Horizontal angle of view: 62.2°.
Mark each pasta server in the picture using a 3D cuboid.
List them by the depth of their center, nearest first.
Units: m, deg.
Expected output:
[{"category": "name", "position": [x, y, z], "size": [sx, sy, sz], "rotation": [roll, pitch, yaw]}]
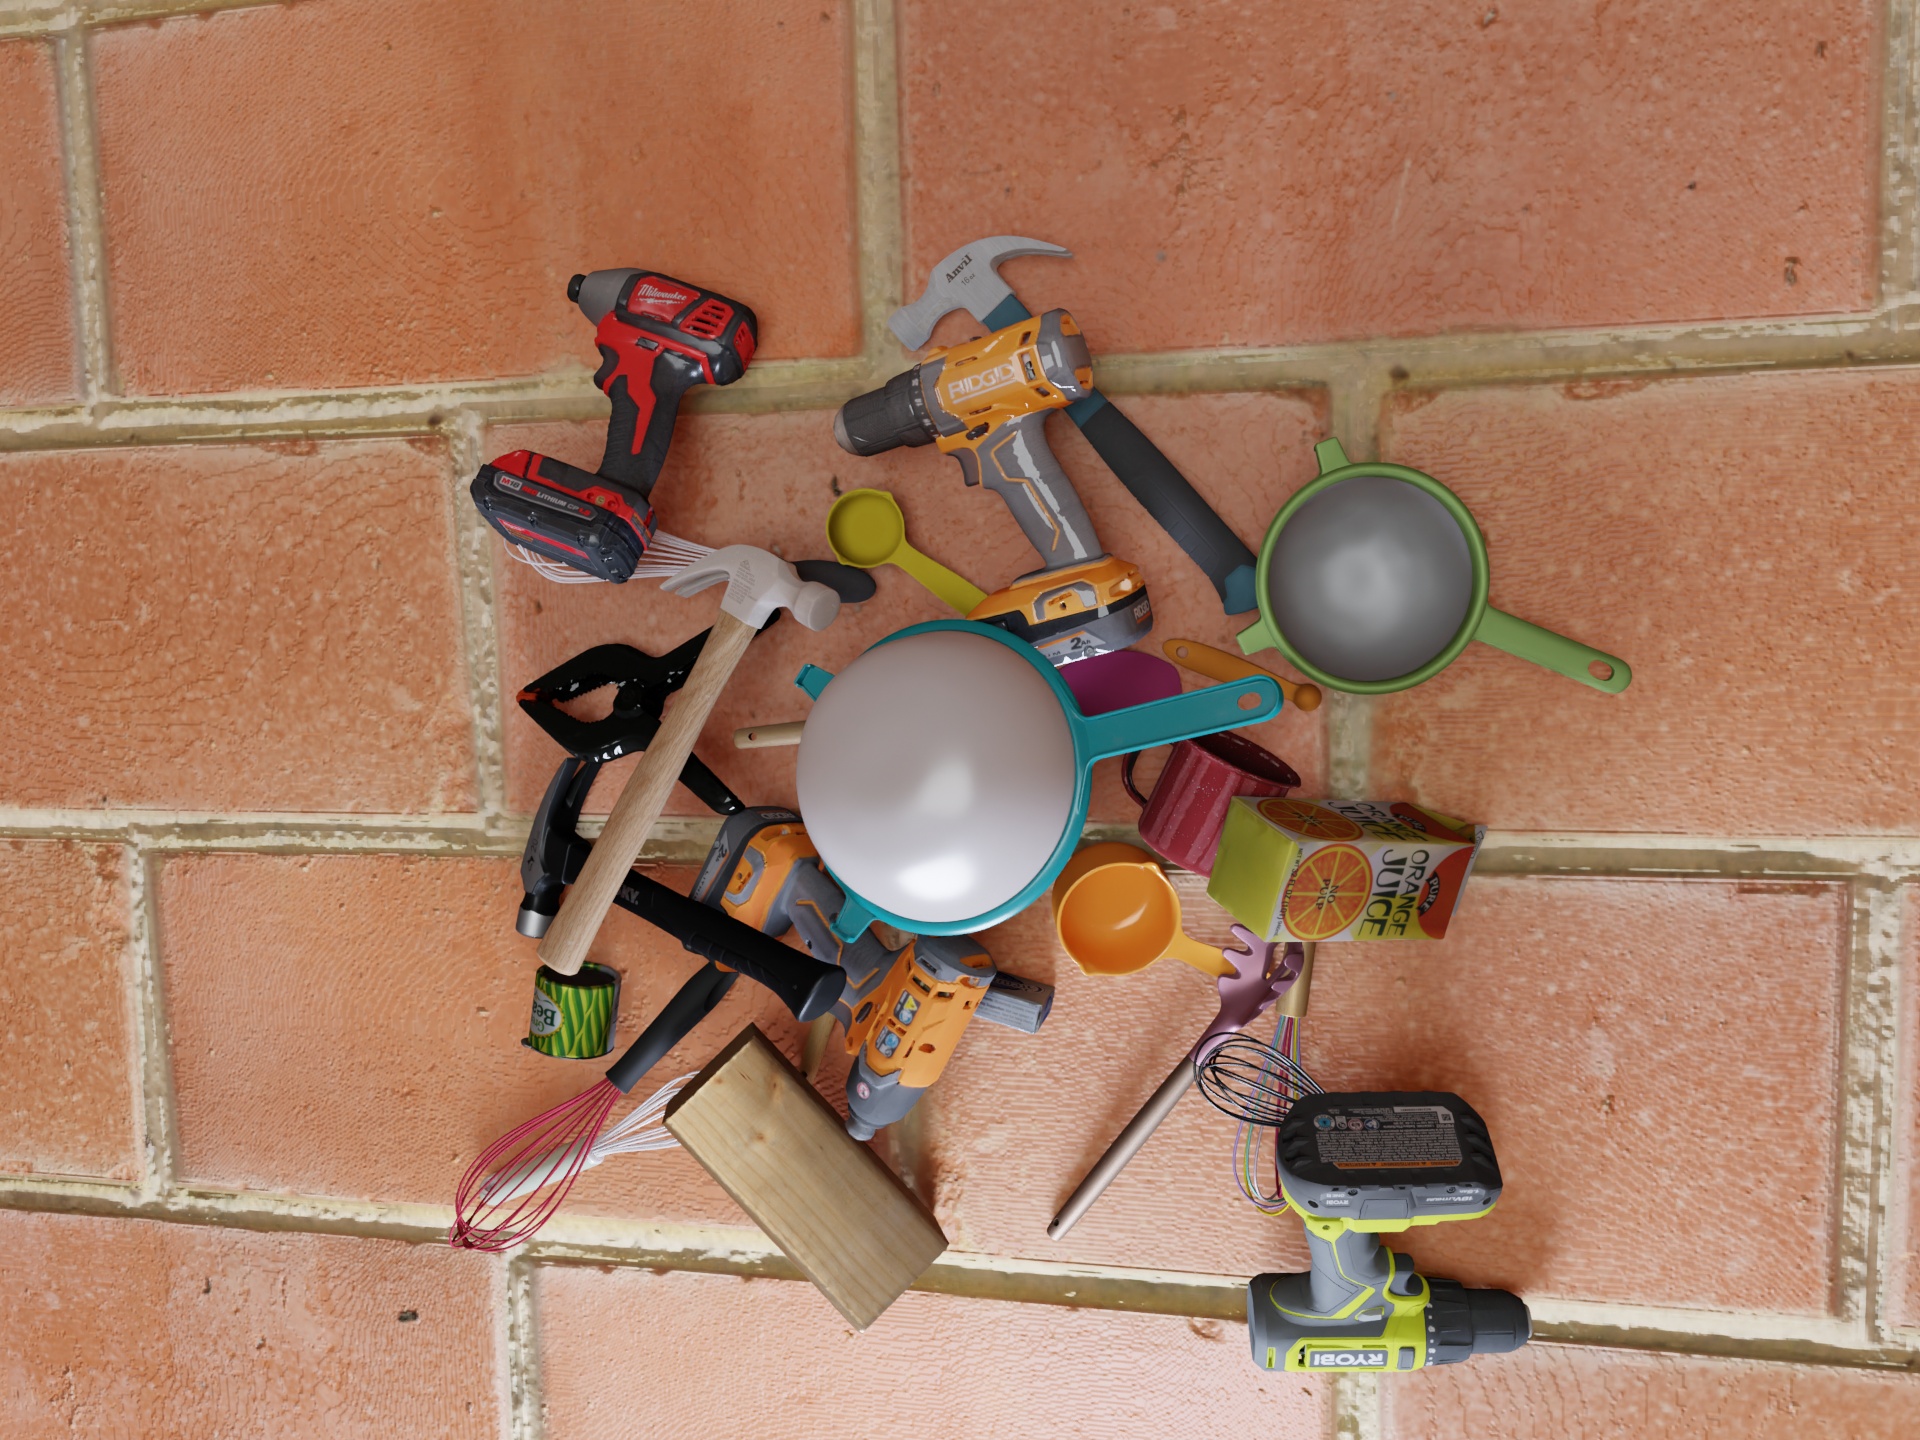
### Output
[{"category": "pasta server", "position": [0.147, 0.259, 1.130], "size": [0.040, 0.060, 0.316], "rotation": [20, 114, -34]}]

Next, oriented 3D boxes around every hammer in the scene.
[{"category": "hammer", "position": [0.101, -0.201, 1.105], "size": [0.128, 0.033, 0.331], "rotation": [-42, 86, 15]}, {"category": "hammer", "position": [-0.211, 0.027, 1.121], "size": [0.130, 0.031, 0.331], "rotation": [31, 94, 31]}, {"category": "hammer", "position": [-0.205, 0.132, 1.138], "size": [0.335, 0.035, 0.146], "rotation": [18, 98, 39]}]

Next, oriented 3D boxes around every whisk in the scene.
[{"category": "whisk", "position": [0.263, 0.273, 1.085], "size": [0.239, 0.055, 0.055], "rotation": [25, 102, -13]}, {"category": "whisk", "position": [0.233, 0.228, 1.118], "size": [0.051, 0.047, 0.245], "rotation": [7, 94, -6]}, {"category": "whisk", "position": [-0.200, -0.120, 1.177], "size": [0.284, 0.070, 0.070], "rotation": [9, 98, 7]}, {"category": "whisk", "position": [-0.274, 0.289, 1.202], "size": [0.073, 0.073, 0.296], "rotation": [43, 83, 5]}, {"category": "whisk", "position": [-0.281, 0.334, 1.251], "size": [0.246, 0.059, 0.058], "rotation": [-25, 47, 18]}]

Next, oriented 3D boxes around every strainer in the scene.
[{"category": "strainer", "position": [0.028, 0.018, 0.997], "size": [0.340, 0.095, 0.211], "rotation": [-14, 78, 24]}, {"category": "strainer", "position": [0.316, -0.074, 1.057], "size": [0.256, 0.069, 0.151], "rotation": [22, 94, -1]}]

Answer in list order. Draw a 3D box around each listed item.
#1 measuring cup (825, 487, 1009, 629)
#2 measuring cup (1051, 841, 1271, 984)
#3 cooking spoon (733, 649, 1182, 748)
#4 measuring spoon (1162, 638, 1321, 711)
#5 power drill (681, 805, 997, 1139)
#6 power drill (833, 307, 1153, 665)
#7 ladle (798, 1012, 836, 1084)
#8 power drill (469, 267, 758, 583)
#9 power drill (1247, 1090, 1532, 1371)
[{"category": "measuring cup", "position": [-0.027, -0.111, 1.154], "size": [0.156, 0.029, 0.062], "rotation": [35, 97, -5]}, {"category": "measuring cup", "position": [0.144, 0.146, 1.132], "size": [0.173, 0.052, 0.095], "rotation": [25, 105, -16]}, {"category": "cooking spoon", "position": [-0.002, -0.004, 1.127], "size": [0.319, 0.017, 0.069], "rotation": [-6, 91, 0]}, {"category": "measuring spoon", "position": [0.196, -0.033, 1.112], "size": [0.117, 0.011, 0.021], "rotation": [21, 100, 10]}, {"category": "power drill", "position": [-0.096, 0.180, 1.135], "size": [0.227, 0.084, 0.164], "rotation": [35, 106, 28]}, {"category": "power drill", "position": [0.021, -0.146, 1.086], "size": [0.185, 0.084, 0.226], "rotation": [-14, 99, 25]}, {"category": "ladle", "position": [-0.073, 0.137, 1.187], "size": [0.069, 0.031, 0.315], "rotation": [23, 103, 20]}, {"category": "power drill", "position": [-0.250, -0.222, 1.135], "size": [0.143, 0.078, 0.220], "rotation": [22, 76, 9]}, {"category": "power drill", "position": [0.292, 0.354, 1.063], "size": [0.190, 0.080, 0.228], "rotation": [-2, 125, 5]}]
